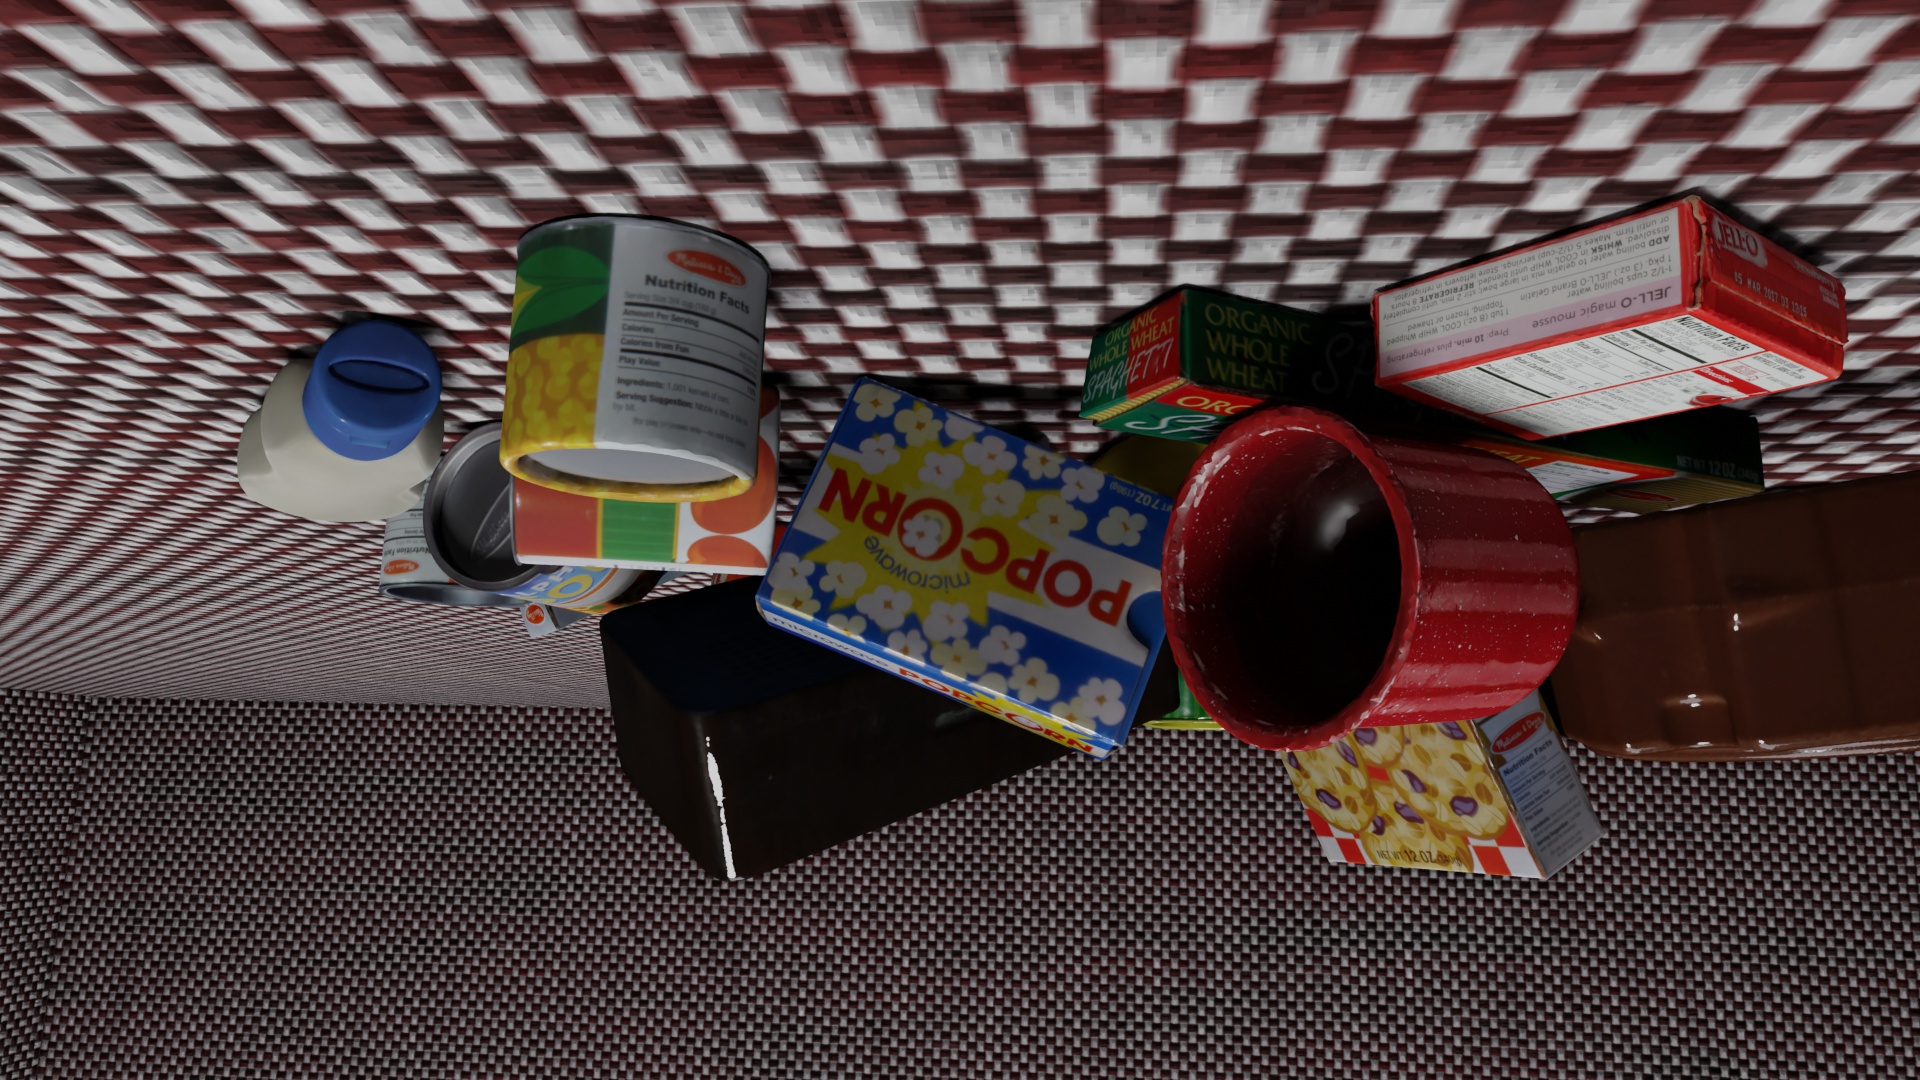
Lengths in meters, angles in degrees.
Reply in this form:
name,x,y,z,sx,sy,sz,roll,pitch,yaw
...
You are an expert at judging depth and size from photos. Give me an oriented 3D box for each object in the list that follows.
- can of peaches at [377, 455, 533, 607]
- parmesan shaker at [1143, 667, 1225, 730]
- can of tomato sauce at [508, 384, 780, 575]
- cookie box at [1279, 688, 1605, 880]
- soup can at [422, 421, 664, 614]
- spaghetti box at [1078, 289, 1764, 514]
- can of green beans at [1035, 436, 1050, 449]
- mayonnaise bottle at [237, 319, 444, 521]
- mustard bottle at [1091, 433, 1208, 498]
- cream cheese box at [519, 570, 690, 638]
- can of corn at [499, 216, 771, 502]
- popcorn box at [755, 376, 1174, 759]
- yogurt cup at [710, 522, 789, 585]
name,x,y,z,sx,sy,sz,roll,pitch,yaw
can of peaches,-0.220,-0.003,0.621,0.071,0.058,0.071,1,169,0
parmesan shaker,0.117,0.037,0.659,0.071,0.103,0.071,1,169,0
can of tomato sauce,-0.104,-0.024,0.467,0.083,0.071,0.071,3,169,-11
cookie box,0.163,0.049,0.556,0.040,0.167,0.122,-25,-179,-25
soup can,-0.163,-0.005,0.567,0.071,0.071,0.083,-1,170,16
spaghetti box,0.156,-0.038,0.444,0.250,0.029,0.050,7,168,-27
can of green beans,0.001,-0.005,0.540,0.058,0.071,0.071,5,171,18
mayonnaise bottle,-0.208,-0.038,0.476,0.065,0.041,0.147,7,167,-29
mustard bottle,0.079,-0.013,0.540,0.065,0.049,0.160,12,167,-20
cream cheese box,-0.162,0.015,0.684,0.104,0.024,0.053,-26,-174,-31
can of corn,-0.086,-0.044,0.366,0.071,0.058,0.071,2,169,0
popcorn box,0.007,0.009,0.461,0.127,0.085,0.038,22,162,5
yogurt cup,-0.103,0.021,0.745,0.072,0.054,0.072,1,170,0
